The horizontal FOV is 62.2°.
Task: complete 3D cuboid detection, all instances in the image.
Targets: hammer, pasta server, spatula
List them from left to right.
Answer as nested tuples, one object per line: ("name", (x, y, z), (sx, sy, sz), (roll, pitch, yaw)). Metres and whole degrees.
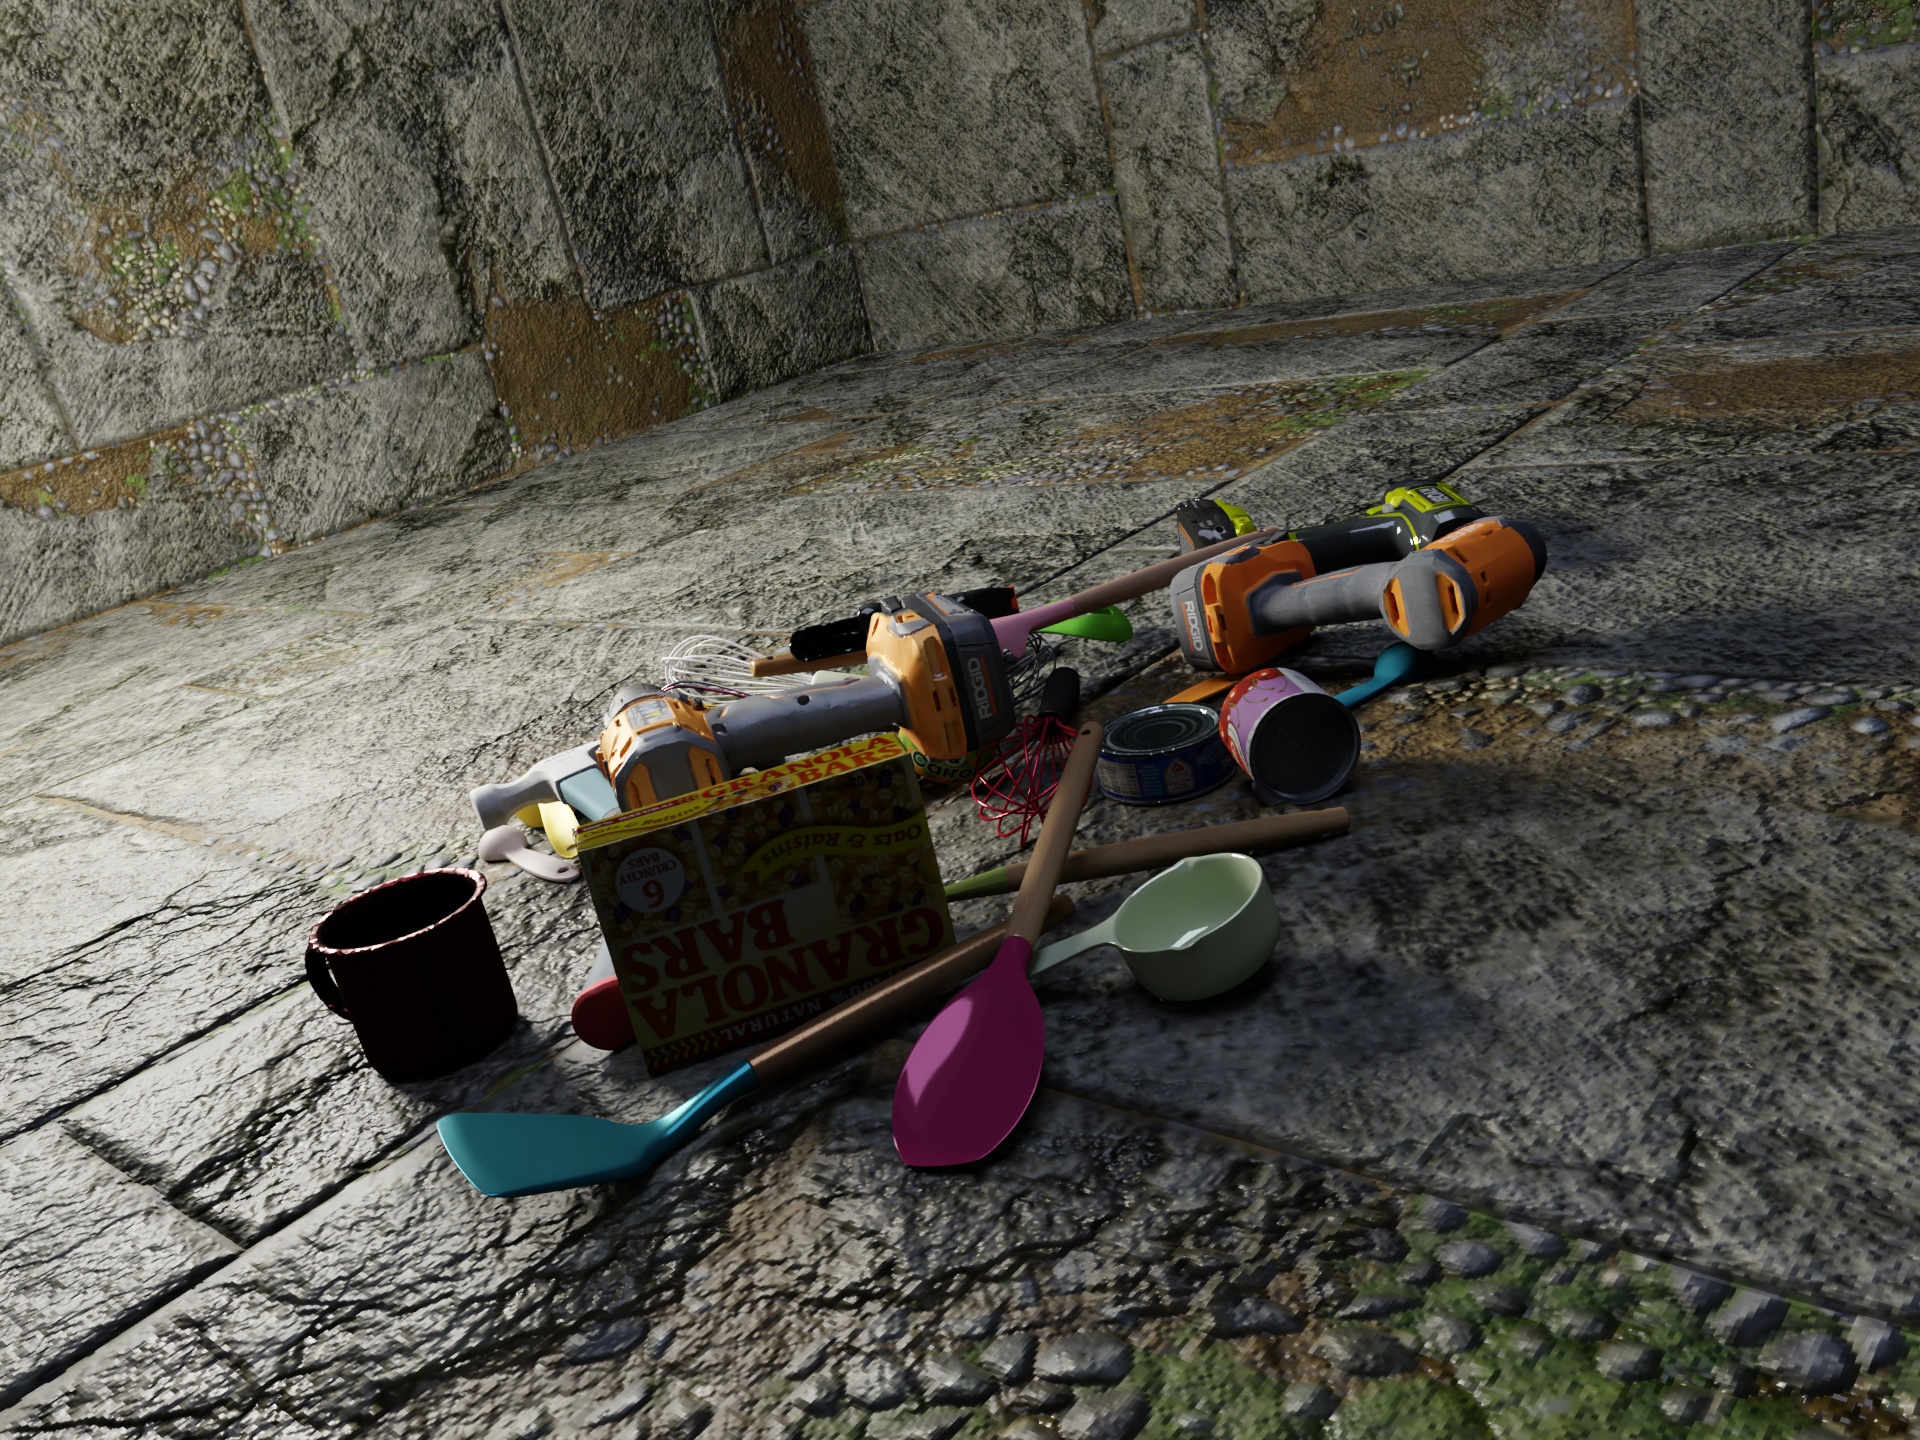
("hammer", (-0.198, 0.064, 0.949), (0.128, 0.033, 0.331), (-25, 21, -22))
("hammer", (-0.197, 0.091, 0.980), (0.143, 0.038, 0.386), (-13, 19, 4))
("spatula", (-0.076, 0.143, 0.737), (0.317, 0.044, 0.082), (-24, 22, -26))
("pasta server", (0.102, -0.082, 1.141), (0.316, 0.040, 0.060), (-21, 32, -22))

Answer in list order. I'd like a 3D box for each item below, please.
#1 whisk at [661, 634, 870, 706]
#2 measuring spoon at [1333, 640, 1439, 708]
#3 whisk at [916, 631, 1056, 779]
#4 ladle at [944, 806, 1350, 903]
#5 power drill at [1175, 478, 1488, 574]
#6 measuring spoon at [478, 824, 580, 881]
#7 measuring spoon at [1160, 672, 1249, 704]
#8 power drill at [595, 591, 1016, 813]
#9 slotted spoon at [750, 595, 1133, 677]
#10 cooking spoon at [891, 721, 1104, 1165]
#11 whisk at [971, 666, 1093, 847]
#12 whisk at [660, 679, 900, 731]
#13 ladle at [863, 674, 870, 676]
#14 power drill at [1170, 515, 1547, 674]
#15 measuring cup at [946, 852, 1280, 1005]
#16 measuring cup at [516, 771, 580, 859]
("whisk", (-0.115, -0.027, 1.201), (0.246, 0.058, 0.059), (7, -11, 18))
("measuring spoon", (0.262, -0.027, 1.035), (0.128, 0.021, 0.042), (-23, 21, -32))
("whisk", (-0.002, -0.005, 1.111), (0.055, 0.055, 0.239), (1, 28, 35))
("ladle", (0.049, 0.069, 0.858), (0.320, 0.062, 0.078), (-10, -5, -1))
("power drill", (0.293, -0.147, 1.280), (0.223, 0.080, 0.171), (-8, 20, 2))
("measuring spoon", (-0.291, 0.089, 1.075), (0.034, 0.018, 0.124), (-27, 24, -35))
("measuring spoon", (0.159, -0.013, 1.088), (0.117, 0.011, 0.021), (-23, 25, -37))
("power drill", (-0.101, -0.008, 0.933), (0.226, 0.084, 0.185), (-18, 18, -13))
("slotted spoon", (-0.008, -0.062, 1.209), (0.313, 0.031, 0.070), (-10, 31, -22))
("cooking spoon", (0.034, 0.094, 0.773), (0.069, 0.017, 0.319), (-11, 30, 25))
("whisk", (0.055, 0.011, 1.013), (0.073, 0.073, 0.296), (-9, 14, 11))
("whisk", (-0.127, -0.003, 1.174), (0.245, 0.047, 0.051), (1, 40, 13))
("ladle", (-0.103, -0.019, 1.244), (0.315, 0.031, 0.069), (-20, 27, -14))
("power drill", (0.276, -0.091, 1.078), (0.226, 0.084, 0.164), (-3, 15, 45))
("measuring cup", (0.073, 0.116, 0.753), (0.167, 0.038, 0.083), (-25, 18, 17))
("measuring cup", (-0.278, 0.071, 1.108), (0.062, 0.029, 0.157), (-29, 29, -11))
